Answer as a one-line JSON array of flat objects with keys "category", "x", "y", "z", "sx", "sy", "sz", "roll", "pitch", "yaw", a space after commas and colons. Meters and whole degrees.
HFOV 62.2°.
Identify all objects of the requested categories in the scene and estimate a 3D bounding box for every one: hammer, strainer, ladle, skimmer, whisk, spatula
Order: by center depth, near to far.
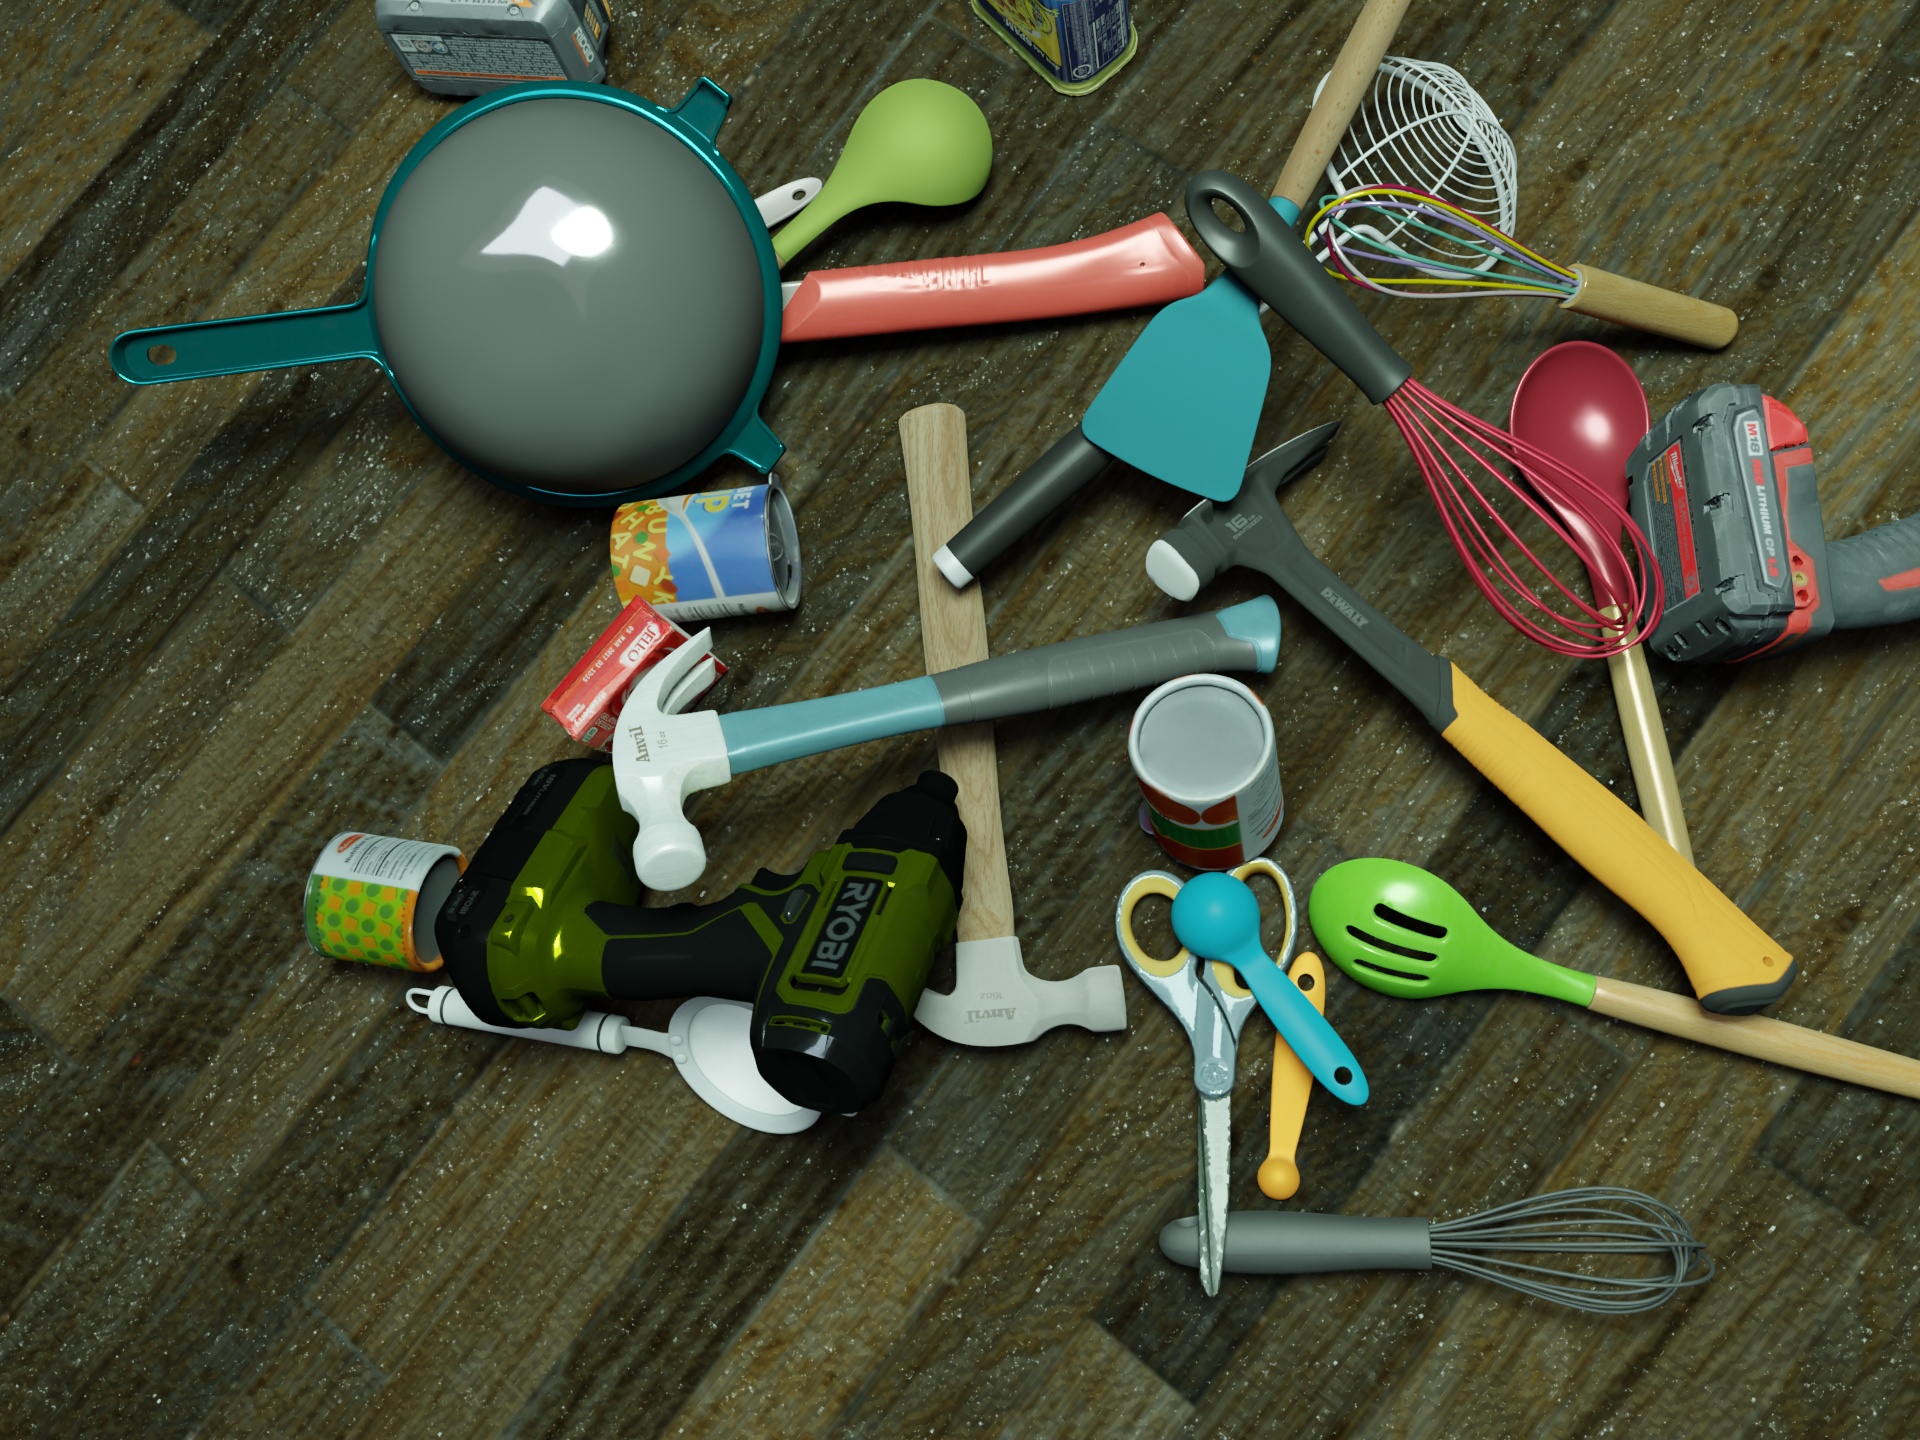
[{"category": "whisk", "x": 0.208, "y": 0.237, "z": 0.712, "sx": 0.239, "sy": 0.055, "sz": 0.055, "roll": -3, "pitch": 78, "yaw": 13}, {"category": "whisk", "x": 0.209, "y": -0.137, "z": 0.717, "sx": 0.295, "sy": 0.073, "sz": 0.073, "roll": 43, "pitch": 87, "yaw": -8}, {"category": "hammer", "x": 0.246, "y": 0.000, "z": 0.738, "sx": 0.127, "sy": 0.034, "sz": 0.337, "roll": -38, "pitch": 73, "yaw": -23}, {"category": "hammer", "x": 0.002, "y": -0.011, "z": 0.749, "sx": 0.331, "sy": 0.033, "sz": 0.128, "roll": -12, "pitch": 48, "yaw": -14}, {"category": "spatula", "x": 0.162, "y": -0.261, "z": 0.749, "sx": 0.082, "sy": 0.044, "sz": 0.317, "roll": 27, "pitch": 87, "yaw": 10}, {"category": "whisk", "x": 0.268, "y": -0.208, "z": 0.751, "sx": 0.245, "sy": 0.051, "sz": 0.047, "roll": 7, "pitch": 120, "yaw": -22}, {"category": "ladle", "x": 0.320, "y": -0.030, "z": 0.761, "sx": 0.069, "sy": 0.031, "sz": 0.315, "roll": -9, "pitch": 79, "yaw": 3}, {"category": "strainer", "x": -0.259, "y": -0.193, "z": 0.773, "sx": 0.340, "sy": 0.095, "sz": 0.211, "roll": -7, "pitch": 107, "yaw": 0}, {"category": "strainer", "x": -0.165, "y": 0.155, "z": 0.794, "sx": 0.258, "sy": 0.050, "sz": 0.086, "roll": 6, "pitch": 122, "yaw": 16}, {"category": "hammer", "x": -0.001, "y": -0.003, "z": 0.806, "sx": 0.130, "sy": 0.031, "sz": 0.331, "roll": -8, "pitch": 76, "yaw": 7}, {"category": "skimmer", "x": 0.130, "y": -0.194, "z": 0.808, "sx": 0.363, "sy": 0.090, "sz": 0.127, "roll": -41, "pitch": 94, "yaw": 5}, {"category": "hammer", "x": -0.052, "y": -0.211, "z": 0.838, "sx": 0.359, "sy": 0.037, "sz": 0.149, "roll": -5, "pitch": 107, "yaw": 1}, {"category": "ladle", "x": -0.116, "y": -0.235, "z": 0.876, "sx": 0.320, "sy": 0.062, "sz": 0.078, "roll": -39, "pitch": 75, "yaw": 7}]

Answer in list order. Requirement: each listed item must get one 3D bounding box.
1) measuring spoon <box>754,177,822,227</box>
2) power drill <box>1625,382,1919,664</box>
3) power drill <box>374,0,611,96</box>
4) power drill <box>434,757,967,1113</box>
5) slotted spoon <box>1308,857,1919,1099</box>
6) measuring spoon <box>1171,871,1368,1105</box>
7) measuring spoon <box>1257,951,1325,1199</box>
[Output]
[{"category": "measuring spoon", "x": -0.130, "y": -0.269, "z": 0.895, "sx": 0.124, "sy": 0.018, "sz": 0.034, "roll": -31, "pitch": 67, "yaw": -5}, {"category": "power drill", "x": 0.433, "y": -0.112, "z": 0.726, "sx": 0.226, "sy": 0.080, "sz": 0.188, "roll": -1, "pitch": 78, "yaw": -2}, {"category": "power drill", "x": -0.228, "y": -0.478, "z": 0.923, "sx": 0.185, "sy": 0.084, "sz": 0.226, "roll": 6, "pitch": 75, "yaw": 9}, {"category": "power drill", "x": -0.112, "y": 0.085, "z": 0.742, "sx": 0.223, "sy": 0.080, "sz": 0.171, "roll": 4, "pitch": 46, "yaw": 22}, {"category": "slotted spoon", "x": 0.313, "y": 0.129, "z": 0.723, "sx": 0.314, "sy": 0.031, "sz": 0.070, "roll": 15, "pitch": 117, "yaw": 8}, {"category": "measuring spoon", "x": 0.145, "y": 0.122, "z": 0.734, "sx": 0.042, "sy": 0.021, "sz": 0.129, "roll": -35, "pitch": 69, "yaw": -6}, {"category": "measuring spoon", "x": 0.158, "y": 0.167, "z": 0.753, "sx": 0.021, "sy": 0.011, "sz": 0.117, "roll": 8, "pitch": 80, "yaw": 11}]
